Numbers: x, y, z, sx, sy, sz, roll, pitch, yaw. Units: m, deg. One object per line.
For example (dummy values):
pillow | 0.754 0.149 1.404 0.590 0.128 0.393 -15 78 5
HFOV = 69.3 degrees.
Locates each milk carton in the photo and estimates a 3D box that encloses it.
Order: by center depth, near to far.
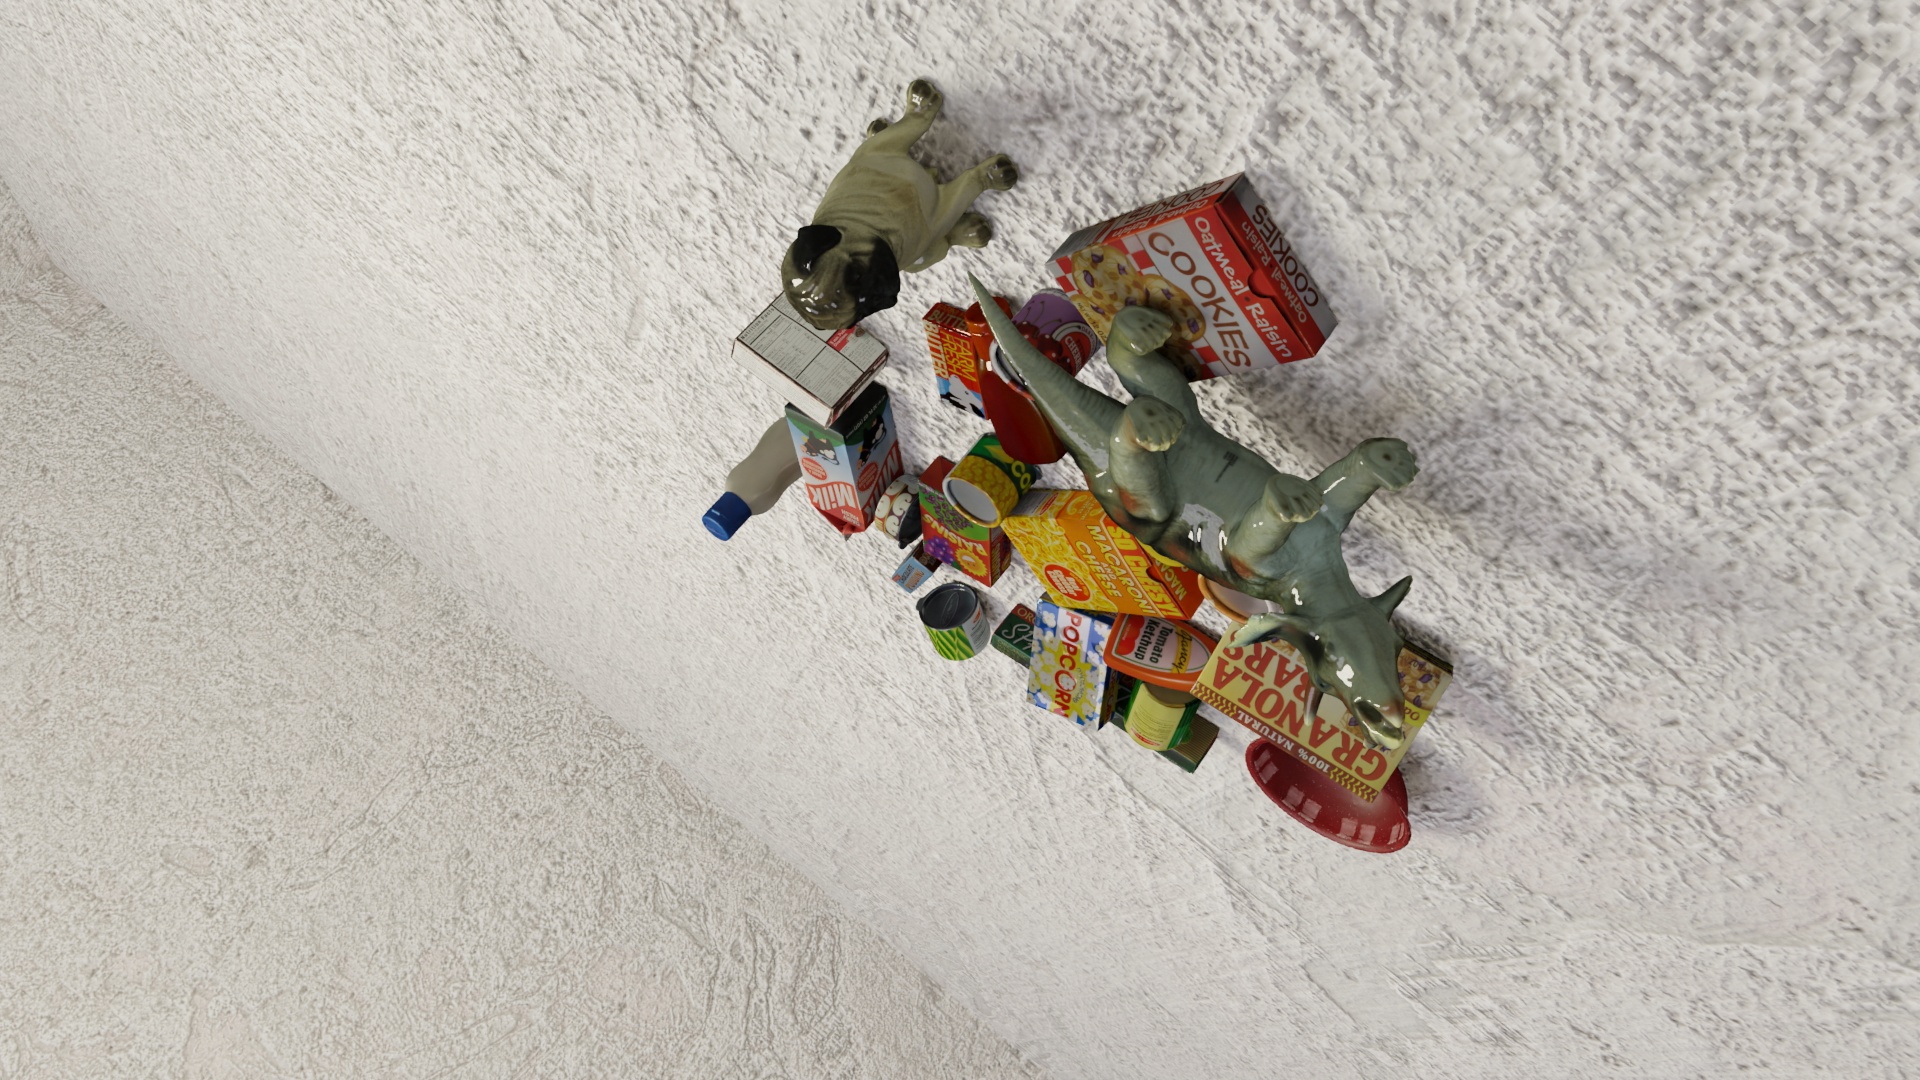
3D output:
milk carton | -0.108 -0.078 1.371 0.073 0.072 0.189 27 151 23

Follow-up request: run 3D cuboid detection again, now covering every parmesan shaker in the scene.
parmesan shaker | 0.201 0.155 1.346 0.071 0.071 0.102 32 152 15

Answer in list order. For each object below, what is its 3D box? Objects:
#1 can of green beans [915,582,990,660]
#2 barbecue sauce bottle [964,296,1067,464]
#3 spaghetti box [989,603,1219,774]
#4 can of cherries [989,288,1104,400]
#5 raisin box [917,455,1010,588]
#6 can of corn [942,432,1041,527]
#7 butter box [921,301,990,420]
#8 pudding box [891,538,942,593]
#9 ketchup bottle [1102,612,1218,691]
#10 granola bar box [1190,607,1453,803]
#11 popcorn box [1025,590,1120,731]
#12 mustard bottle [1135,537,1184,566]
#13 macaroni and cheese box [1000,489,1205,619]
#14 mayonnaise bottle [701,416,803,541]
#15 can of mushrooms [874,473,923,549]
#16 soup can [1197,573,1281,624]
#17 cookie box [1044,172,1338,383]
can of green beans | -0.005 0.088 1.508 0.071 0.071 0.057 20 148 34
barbecue sauce bottle | 0.043 -0.129 1.128 0.065 0.044 0.148 14 144 36
spaghetti box | 0.145 0.150 1.428 0.250 0.050 0.028 32 151 15
can of cherries | 0.066 -0.147 1.052 0.071 0.058 0.071 31 153 18
raisin box | 0.005 -0.017 1.359 0.086 0.040 0.122 28 151 20
can of corn | 0.028 -0.053 1.250 0.071 0.058 0.070 30 153 18
butter box | 0.002 -0.150 1.169 0.053 0.024 0.103 26 151 27
pudding box | -0.039 0.021 1.463 0.030 0.050 0.083 40 154 -4
ketchup bottle | 0.209 0.110 1.274 0.149 0.065 0.043 20 164 17
granola bar box | 0.288 0.112 1.112 0.166 0.124 0.039 32 -164 16
popcorn box | 0.114 0.115 1.367 0.085 0.038 0.126 20 122 26
mustard bottle | 0.148 -0.049 1.112 0.065 0.049 0.159 1 134 51
macaroni and cheese box | 0.125 0.012 1.248 0.166 0.040 0.123 4 138 50
mayonnaise bottle | -0.207 -0.062 1.436 0.065 0.149 0.041 27 151 24
can of mushrooms | -0.054 -0.029 1.381 0.033 0.071 0.070 31 153 20
soup can | 0.228 0.014 1.067 0.071 0.084 0.071 31 153 18
cookie box | 0.151 -0.166 0.932 0.122 0.040 0.167 50 152 -22
